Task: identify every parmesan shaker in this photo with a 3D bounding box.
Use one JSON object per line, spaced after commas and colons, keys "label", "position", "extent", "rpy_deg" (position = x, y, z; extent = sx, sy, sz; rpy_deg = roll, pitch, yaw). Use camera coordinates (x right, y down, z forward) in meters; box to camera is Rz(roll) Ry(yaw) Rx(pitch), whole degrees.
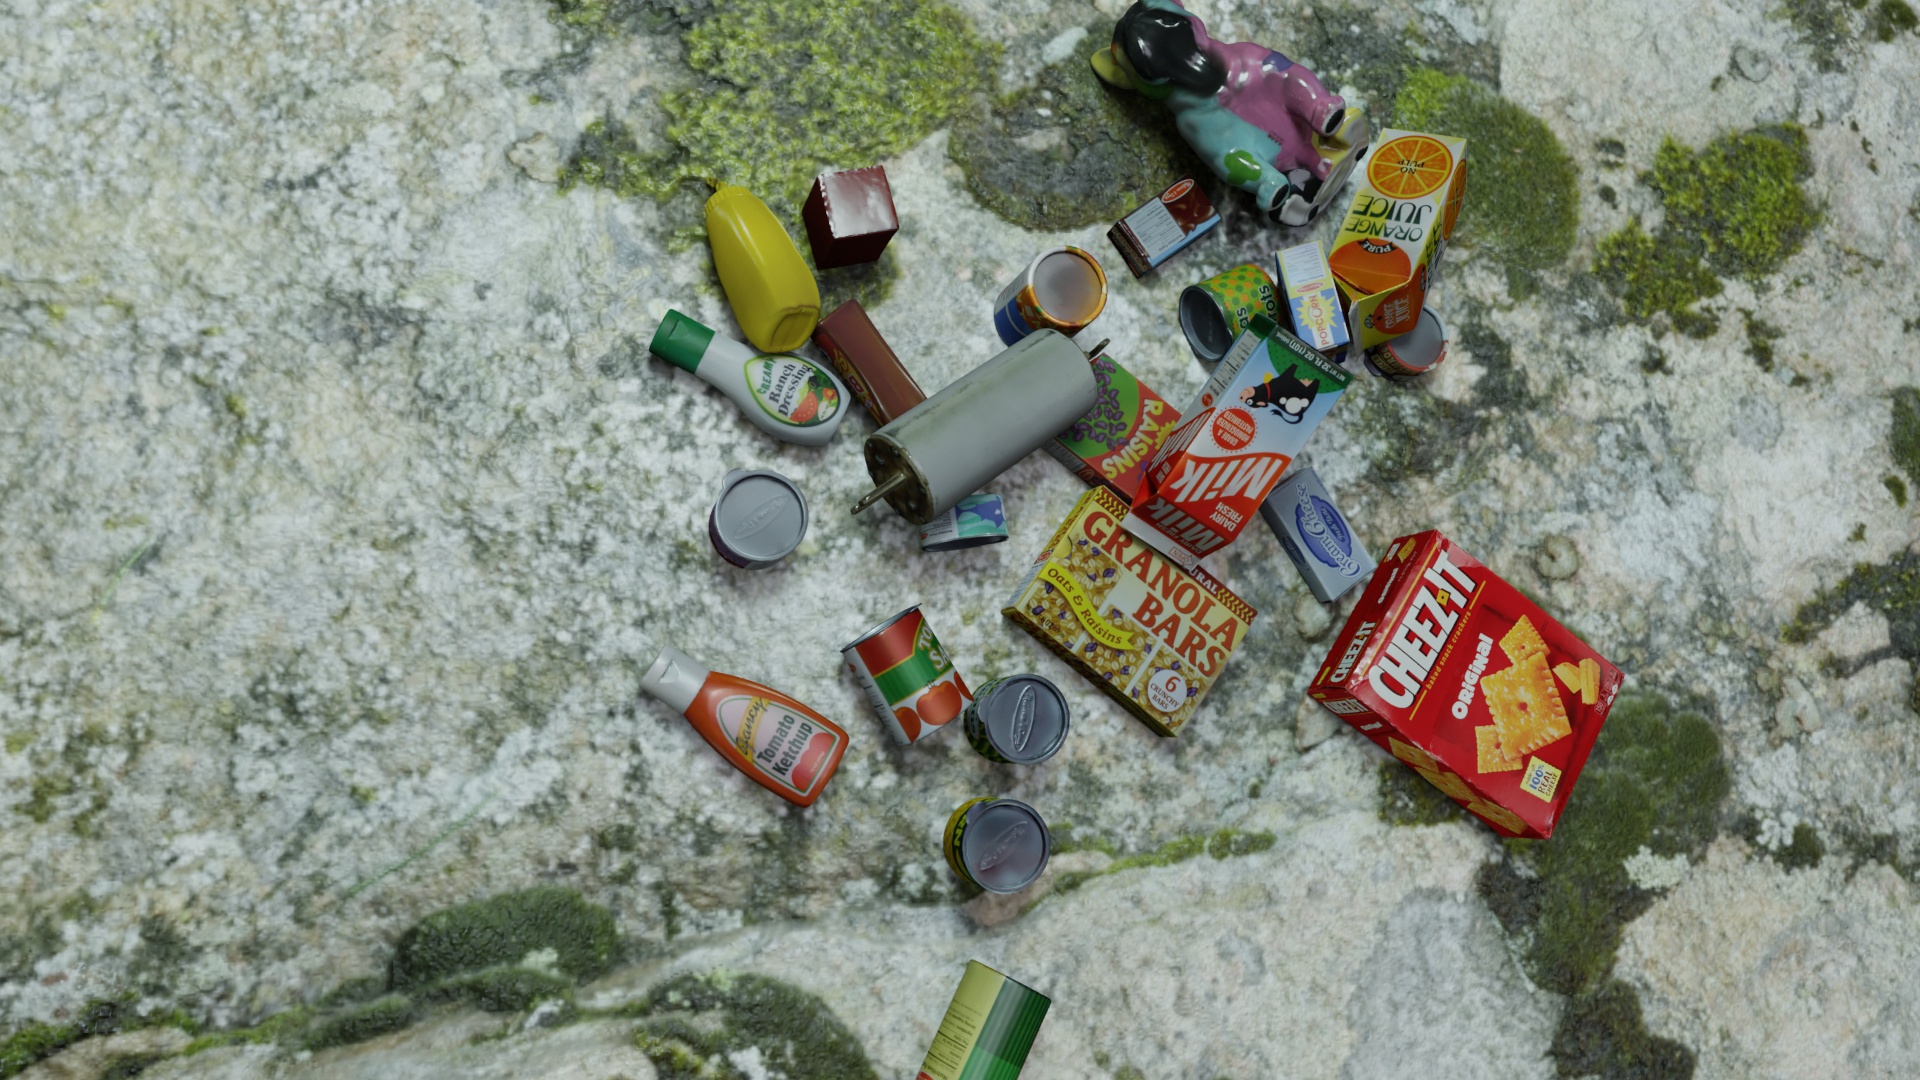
{"label": "parmesan shaker", "position": [0.016, 0.361, 0.985], "extent": [0.071, 0.071, 0.103], "rpy_deg": [30, 74, -10]}

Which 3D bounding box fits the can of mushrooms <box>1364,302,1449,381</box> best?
{"label": "can of mushrooms", "position": [0.383, -0.171, 1.198], "extent": [0.071, 0.033, 0.071], "rpy_deg": [3, 81, -16]}

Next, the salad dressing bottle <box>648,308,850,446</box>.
{"label": "salad dressing bottle", "position": [-0.156, -0.121, 1.028], "extent": [0.147, 0.044, 0.064], "rpy_deg": [26, 72, -10]}

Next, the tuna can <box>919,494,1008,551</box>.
{"label": "tuna can", "position": [0.004, -0.013, 1.046], "extent": [0.071, 0.071, 0.033], "rpy_deg": [-6, 83, -17]}

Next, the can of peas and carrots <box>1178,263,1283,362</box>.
{"label": "can of peas and carrots", "position": [0.222, -0.186, 1.135], "extent": [0.059, 0.071, 0.071], "rpy_deg": [-25, 89, -19]}

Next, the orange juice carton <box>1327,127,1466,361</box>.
{"label": "orange juice carton", "position": [0.361, -0.246, 1.165], "extent": [0.073, 0.071, 0.193], "rpy_deg": [16, 69, 27]}

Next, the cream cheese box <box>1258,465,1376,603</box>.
{"label": "cream cheese box", "position": [0.294, -0.005, 1.150], "extent": [0.053, 0.024, 0.104], "rpy_deg": [-33, 91, -18]}

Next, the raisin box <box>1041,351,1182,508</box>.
{"label": "raisin box", "position": [0.132, -0.077, 1.107], "extent": [0.123, 0.040, 0.086], "rpy_deg": [37, 73, -6]}

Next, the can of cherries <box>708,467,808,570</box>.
{"label": "can of cherries", "position": [-0.148, -0.016, 1.006], "extent": [0.071, 0.058, 0.071], "rpy_deg": [2, 81, -15]}

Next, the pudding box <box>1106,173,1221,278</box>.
{"label": "pudding box", "position": [0.169, -0.261, 1.153], "extent": [0.084, 0.030, 0.049], "rpy_deg": [-37, 91, -18]}

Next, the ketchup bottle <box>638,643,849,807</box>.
{"label": "ketchup bottle", "position": [-0.156, 0.127, 0.988], "extent": [0.149, 0.043, 0.065], "rpy_deg": [33, 74, -8]}

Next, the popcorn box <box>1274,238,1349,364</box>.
{"label": "popcorn box", "position": [0.284, -0.187, 1.125], "extent": [0.038, 0.127, 0.085], "rpy_deg": [-15, 86, 13]}

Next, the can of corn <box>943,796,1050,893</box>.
{"label": "can of corn", "position": [0.024, 0.220, 1.017], "extent": [0.071, 0.058, 0.071], "rpy_deg": [2, 81, -16]}

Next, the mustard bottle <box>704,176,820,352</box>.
{"label": "mustard bottle", "position": [-0.154, -0.215, 1.028], "extent": [0.049, 0.065, 0.161], "rpy_deg": [-7, 60, -36]}

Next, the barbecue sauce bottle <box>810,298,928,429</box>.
{"label": "barbecue sauce bottle", "position": [-0.054, -0.111, 1.049], "extent": [0.044, 0.065, 0.148], "rpy_deg": [-38, 102, -9]}

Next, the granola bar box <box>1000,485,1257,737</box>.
{"label": "granola bar box", "position": [0.134, 0.056, 1.086], "extent": [0.165, 0.039, 0.124], "rpy_deg": [38, 73, -7]}

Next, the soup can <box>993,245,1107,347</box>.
{"label": "soup can", "position": [0.072, -0.184, 1.084], "extent": [0.071, 0.083, 0.071], "rpy_deg": [3, 81, -16]}

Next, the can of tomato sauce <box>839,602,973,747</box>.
{"label": "can of tomato sauce", "position": [-0.037, 0.098, 1.015], "extent": [0.071, 0.071, 0.083], "rpy_deg": [-32, 92, -18]}

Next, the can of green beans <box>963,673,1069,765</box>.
{"label": "can of green beans", "position": [0.041, 0.134, 1.036], "extent": [0.071, 0.057, 0.071], "rpy_deg": [2, 81, -16]}

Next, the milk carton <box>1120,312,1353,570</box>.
{"label": "milk carton", "position": [0.202, -0.070, 1.045], "extent": [0.072, 0.073, 0.190], "rpy_deg": [33, 103, -9]}
